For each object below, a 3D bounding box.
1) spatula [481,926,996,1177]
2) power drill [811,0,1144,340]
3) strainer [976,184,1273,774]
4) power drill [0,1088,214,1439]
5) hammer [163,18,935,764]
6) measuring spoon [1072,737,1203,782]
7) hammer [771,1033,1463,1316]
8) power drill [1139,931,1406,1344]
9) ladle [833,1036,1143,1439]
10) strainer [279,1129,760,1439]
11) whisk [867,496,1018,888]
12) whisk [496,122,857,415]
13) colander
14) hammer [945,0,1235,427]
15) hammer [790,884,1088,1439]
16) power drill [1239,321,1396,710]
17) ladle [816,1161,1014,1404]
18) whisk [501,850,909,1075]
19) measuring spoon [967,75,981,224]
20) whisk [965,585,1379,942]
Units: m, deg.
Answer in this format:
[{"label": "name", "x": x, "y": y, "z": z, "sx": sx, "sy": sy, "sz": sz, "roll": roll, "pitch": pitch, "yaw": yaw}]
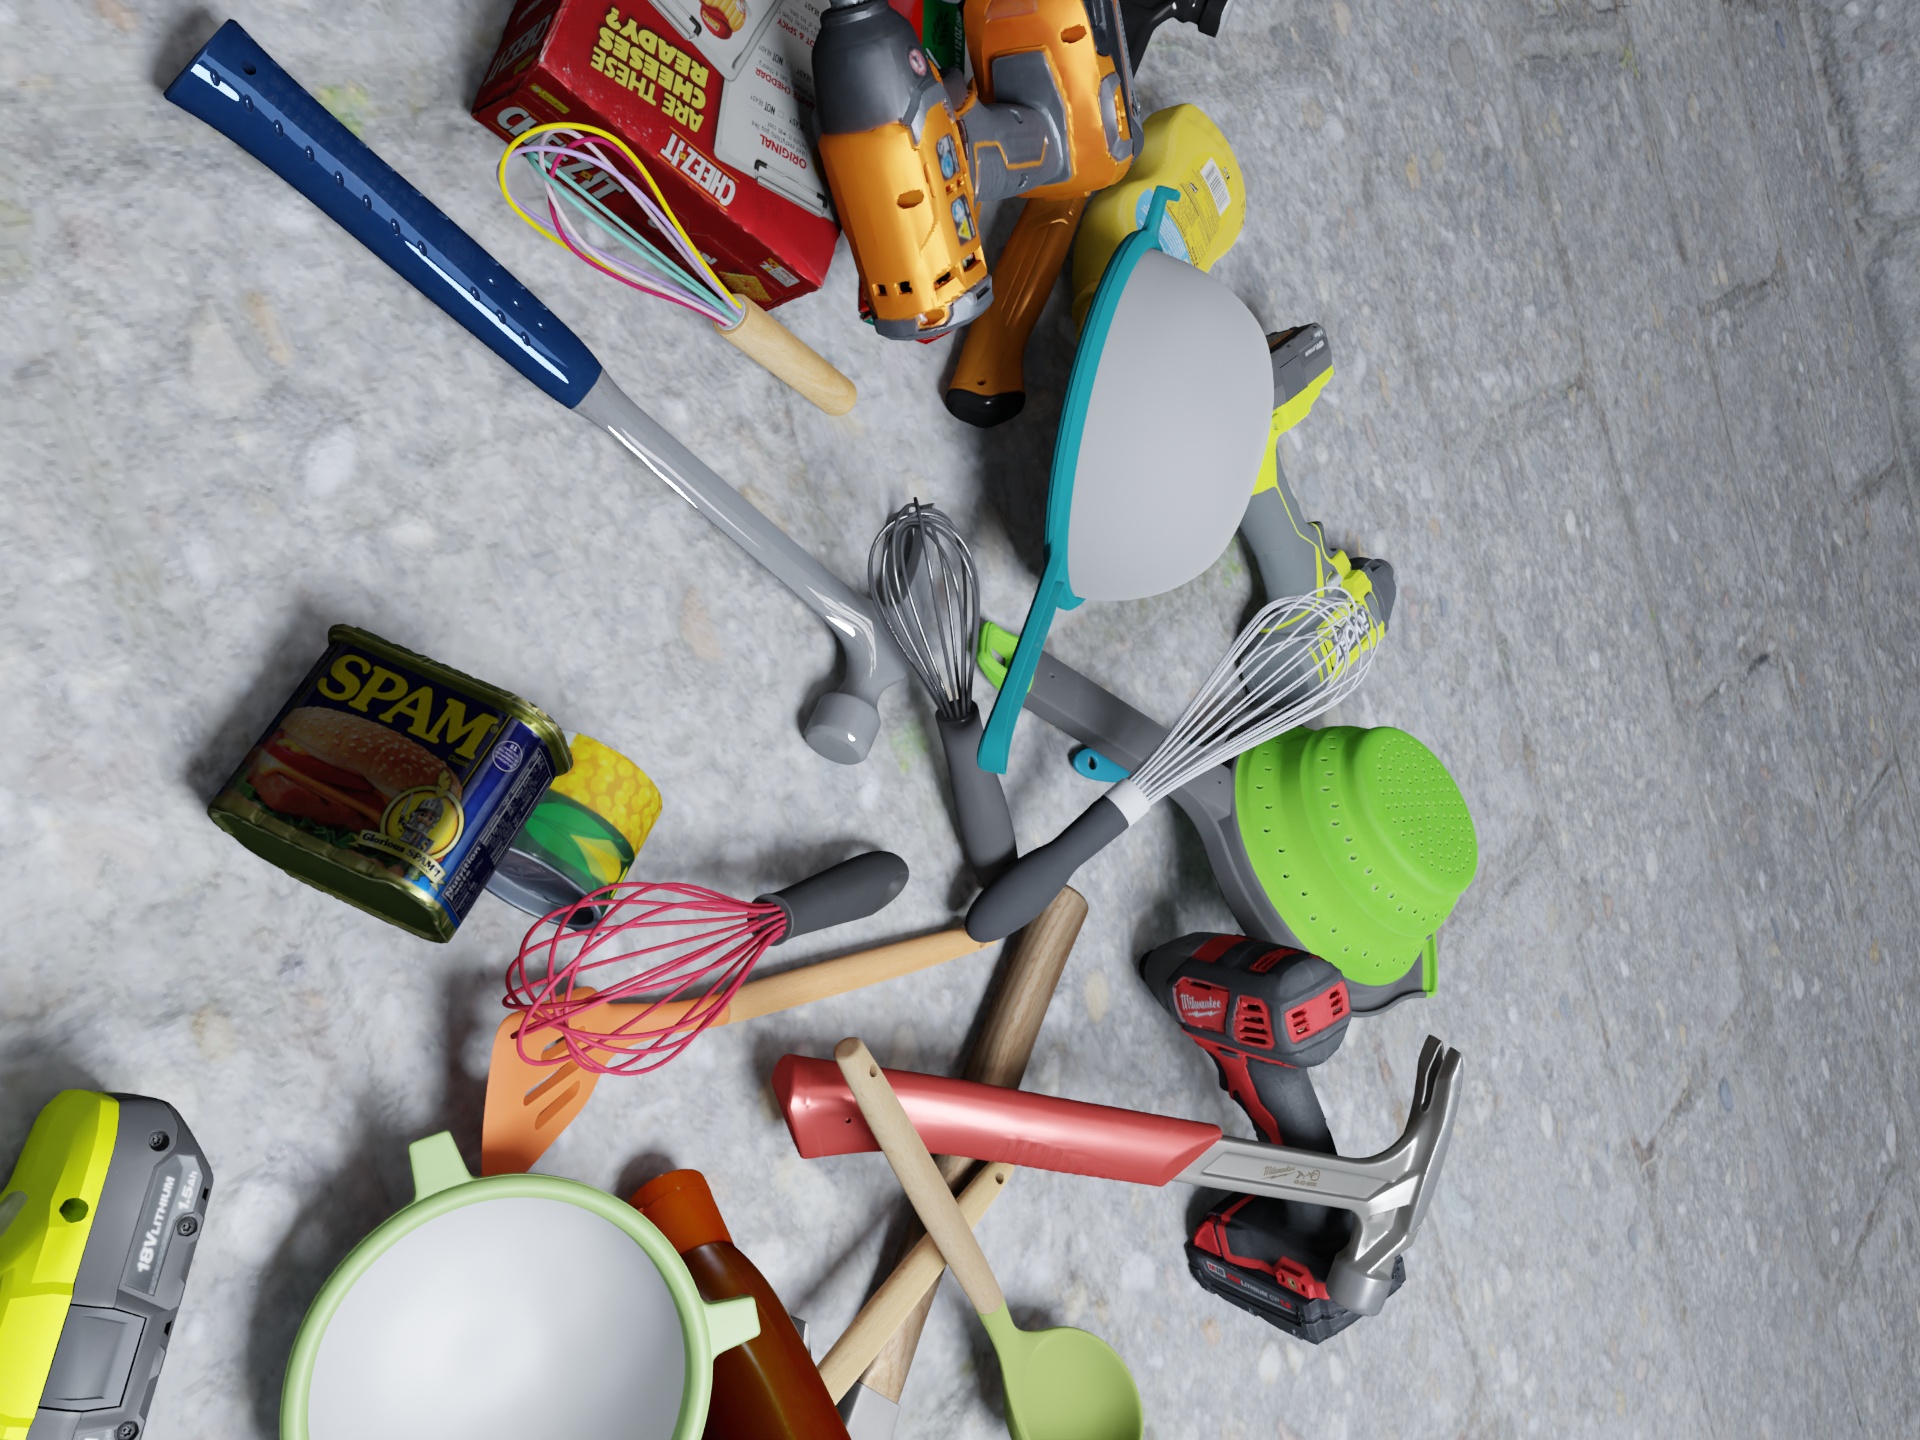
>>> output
[{"label": "spatula", "x": -0.086, "y": 0.132, "z": 0.734, "sx": 0.322, "sy": 0.041, "sz": 0.081, "roll": -8, "pitch": 112, "yaw": -47}, {"label": "power drill", "x": 0.006, "y": -0.307, "z": 0.786, "sx": 0.226, "sy": 0.084, "sz": 0.164, "roll": -51, "pitch": 135, "yaw": -43}, {"label": "strainer", "x": 0.100, "y": -0.105, "z": 0.841, "sx": 0.210, "sy": 0.095, "sz": 0.341, "roll": 85, "pitch": 22, "yaw": -55}, {"label": "power drill", "x": -0.347, "y": 0.143, "z": 0.450, "sx": 0.228, "sy": 0.080, "sz": 0.191, "roll": 24, "pitch": 67, "yaw": -37}, {"label": "hammer", "x": -0.158, "y": -0.146, "z": 0.714, "sx": 0.405, "sy": 0.035, "sz": 0.144, "roll": 41, "pitch": 57, "yaw": -33}, {"label": "measuring spoon", "x": 0.116, "y": 0.028, "z": 0.964, "sx": 0.128, "sy": 0.021, "sz": 0.042, "roll": 5, "pitch": 79, "yaw": -46}, {"label": "hammer", "x": 0.083, "y": 0.200, "z": 0.784, "sx": 0.359, "sy": 0.037, "sz": 0.149, "roll": 15, "pitch": 94, "yaw": -20}, {"label": "power drill", "x": 0.170, "y": 0.227, "z": 0.912, "sx": 0.078, "sy": 0.143, "sz": 0.219, "roll": -20, "pitch": 104, "yaw": -30}, {"label": "ladle", "x": 0.016, "y": 0.253, "z": 0.732, "sx": 0.078, "sy": 0.062, "sz": 0.319, "roll": -66, "pitch": 143, "yaw": -45}, {"label": "strainer", "x": -0.198, "y": 0.290, "z": 0.582, "sx": 0.151, "sy": 0.069, "sz": 0.256, "roll": 33, "pitch": 72, "yaw": -13}, {"label": "whisk", "x": 0.000, "y": -0.002, "z": 0.805, "sx": 0.055, "sy": 0.055, "sz": 0.238, "roll": -44, "pitch": 132, "yaw": -40}, {"label": "whisk", "x": -0.113, "y": -0.195, "z": 0.720, "sx": 0.047, "sy": 0.051, "sz": 0.244, "roll": -57, "pitch": 149, "yaw": 4}, {"label": "colander", "x": 0.185, "y": 0.033, "z": 0.939, "sx": 0.396, "sy": 0.094, "sz": 0.205, "roll": 31, "pitch": 46, "yaw": -26}, {"label": "hammer", "x": 0.055, "y": -0.321, "z": 0.931, "sx": 0.127, "sy": 0.034, "sz": 0.337, "roll": 20, "pitch": 72, "yaw": 3}, {"label": "hammer", "x": -0.003, "y": 0.226, "z": 0.809, "sx": 0.130, "sy": 0.031, "sz": 0.331, "roll": 44, "pitch": 55, "yaw": -31}, {"label": "power drill", "x": 0.223, "y": -0.141, "z": 1.066, "sx": 0.171, "sy": 0.080, "sz": 0.223, "roll": -39, "pitch": 114, "yaw": -41}, {"label": "ladle", "x": -0.063, "y": 0.295, "z": 0.693, "sx": 0.315, "sy": 0.031, "sz": 0.069, "roll": -40, "pitch": 100, "yaw": -44}, {"label": "whisk", "x": -0.092, "y": 0.089, "z": 0.678, "sx": 0.295, "sy": 0.073, "sz": 0.073, "roll": -11, "pitch": 91, "yaw": -66}, {"label": "measuring spoon", "x": 0.004, "y": -0.321, "z": 0.924, "sx": 0.021, "sy": 0.011, "sz": 0.117, "roll": 19, "pitch": 74, "yaw": -43}, {"label": "whisk", "x": 0.112, "y": 0.023, "z": 0.853, "sx": 0.284, "sy": 0.070, "sz": 0.070, "roll": -39, "pitch": 113, "yaw": -11}]
